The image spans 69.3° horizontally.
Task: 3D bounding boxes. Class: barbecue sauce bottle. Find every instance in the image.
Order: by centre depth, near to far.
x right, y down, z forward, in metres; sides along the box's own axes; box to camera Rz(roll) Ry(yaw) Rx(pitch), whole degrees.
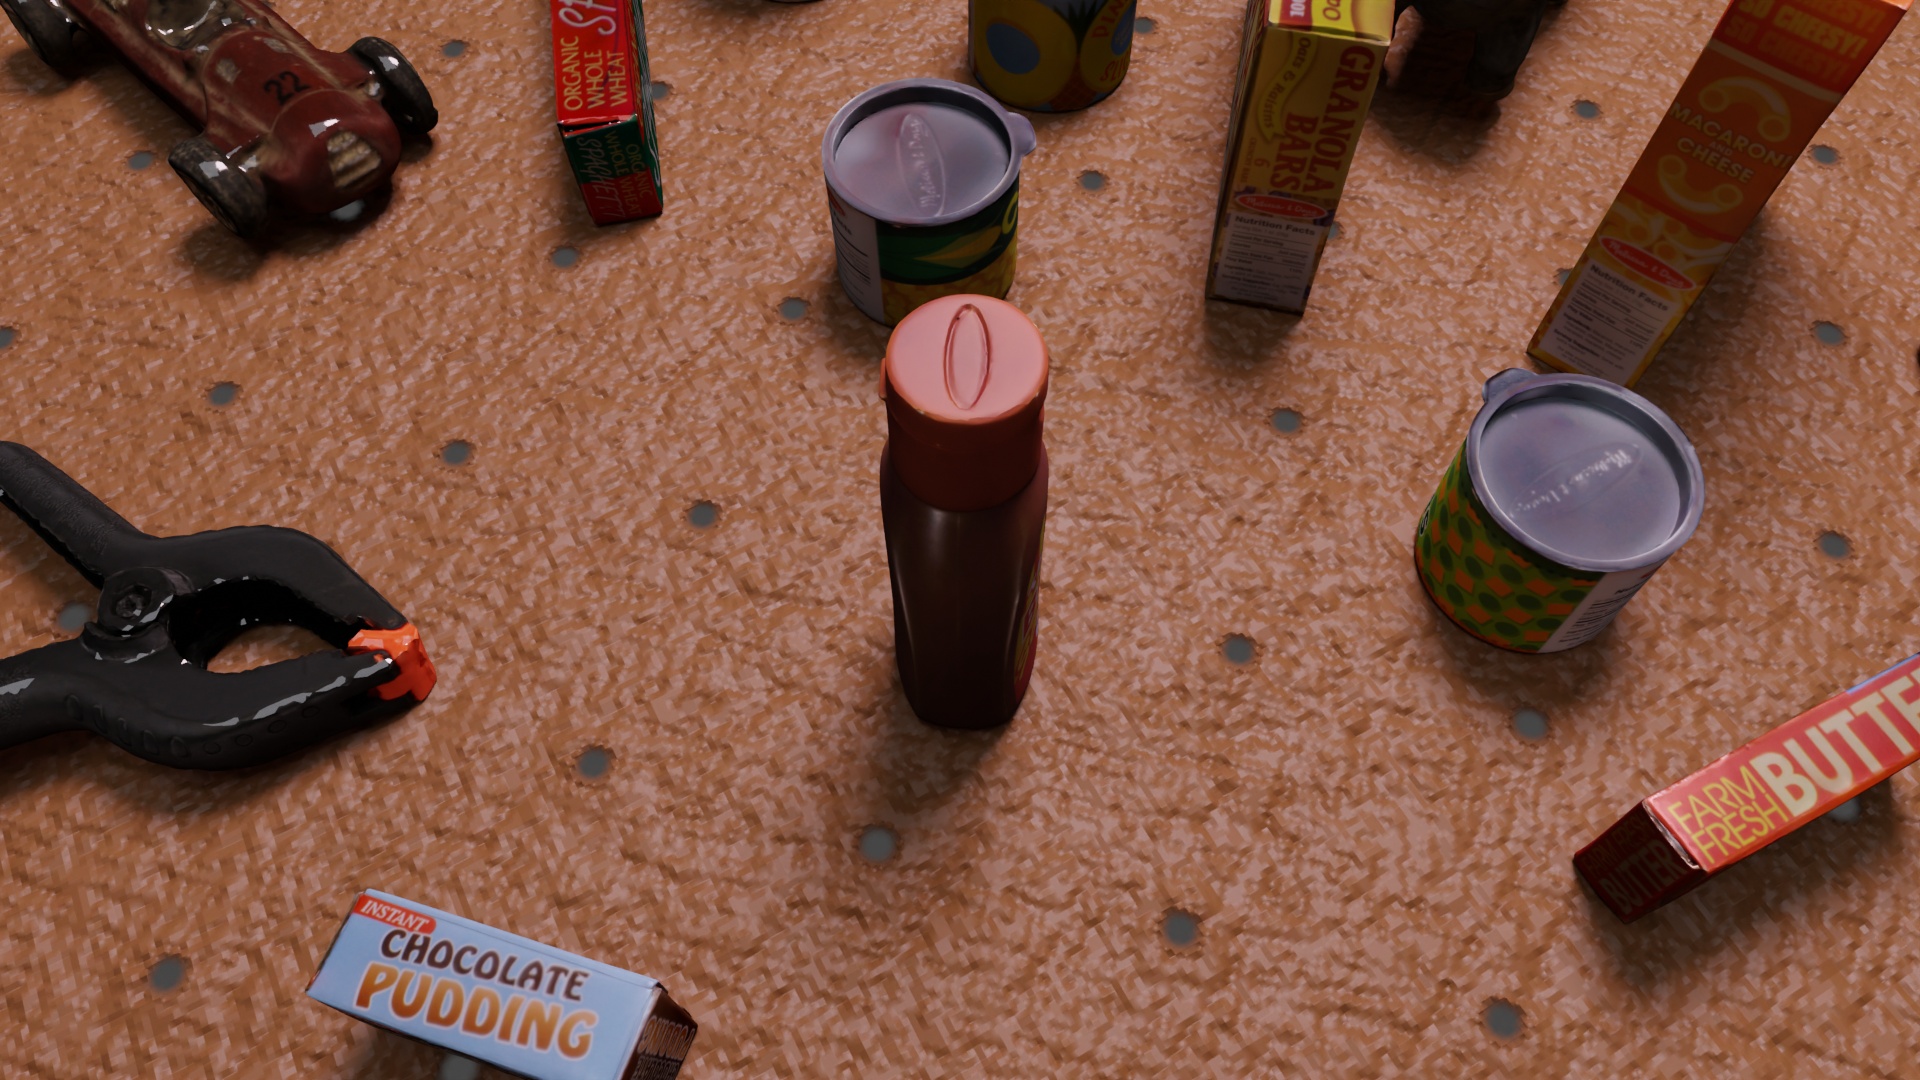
[{"bbox_3d":[0.001,-0.005,0.367,0.044,0.147,0.065,2,61,2],"label":"barbecue sauce bottle"}]

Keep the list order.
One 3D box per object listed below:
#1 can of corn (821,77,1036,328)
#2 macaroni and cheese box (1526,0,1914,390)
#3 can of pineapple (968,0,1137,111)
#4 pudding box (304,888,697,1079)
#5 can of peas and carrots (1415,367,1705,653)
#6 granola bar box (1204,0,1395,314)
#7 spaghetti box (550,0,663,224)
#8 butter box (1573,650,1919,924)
[{"bbox_3d":[-0.010,-0.115,0.481,0.071,0.058,0.071,0,61,0],"label":"can of corn"},{"bbox_3d":[0.247,-0.137,0.430,0.040,0.165,0.124,34,66,18],"label":"macaroni and cheese box"},{"bbox_3d":[0.037,-0.208,0.533,0.071,0.057,0.071,0,61,0],"label":"can of pineapple"},{"bbox_3d":[-0.114,0.119,0.354,0.084,0.049,0.030,15,62,9],"label":"pudding box"},{"bbox_3d":[0.176,-0.009,0.419,0.071,0.058,0.071,0,61,0],"label":"can of peas and carrots"},{"bbox_3d":[0.119,-0.183,0.480,0.039,0.123,0.166,10,61,6],"label":"granola bar box"},{"bbox_3d":[-0.146,-0.235,0.554,0.029,0.050,0.251,-9,61,-5],"label":"spaghetti box"},{"bbox_3d":[0.223,0.067,0.379,0.104,0.053,0.024,-24,63,-12],"label":"butter box"}]
